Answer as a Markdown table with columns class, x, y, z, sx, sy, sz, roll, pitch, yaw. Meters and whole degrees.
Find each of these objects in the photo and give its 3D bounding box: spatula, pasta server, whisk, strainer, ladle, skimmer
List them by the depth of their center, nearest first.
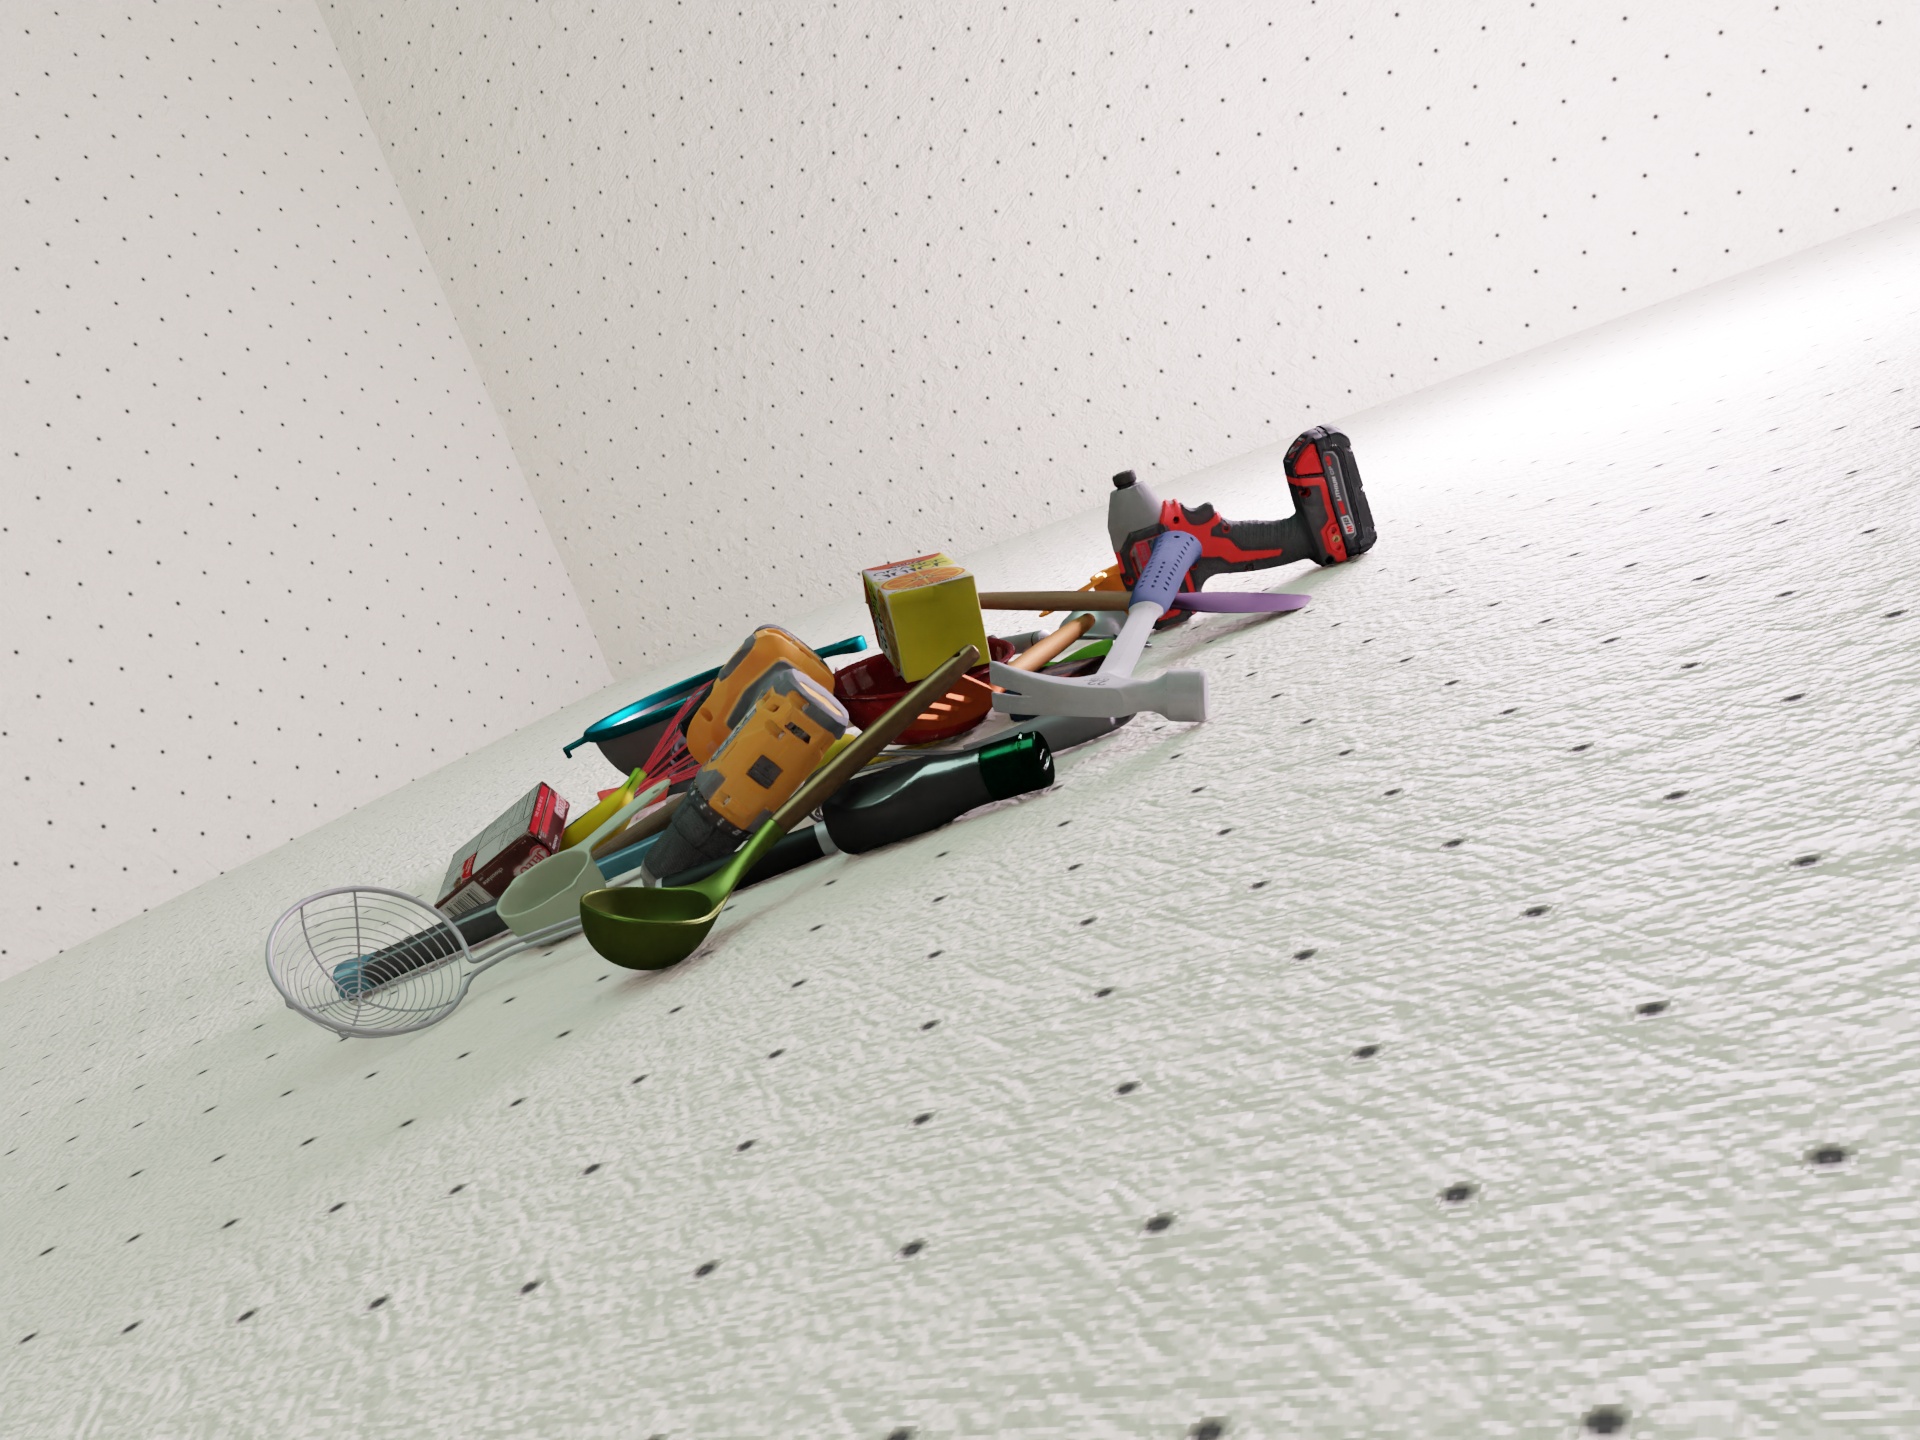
| class | x | y | z | sx | sy | sz | roll | pitch | yaw |
| --- | --- | --- | --- | --- | --- | --- | --- | --- | --- |
| ladle | -0.101 | 0.040 | 0.987 | 0.320 | 0.062 | 0.078 | -42 | 35 | -27 |
| skimmer | -0.262 | 0.115 | 1.039 | 0.363 | 0.090 | 0.127 | -19 | 42 | 2 |
| whisk | 0.006 | 0.024 | 1.080 | 0.239 | 0.055 | 0.055 | -18 | 9 | 2 |
| spatula | 0.038 | -0.045 | 1.218 | 0.081 | 0.041 | 0.322 | -34 | 1 | 31 |
| spatula | 0.133 | -0.099 | 1.330 | 0.316 | 0.018 | 0.060 | 3 | 20 | 27 |
| pasta server | -0.222 | 0.056 | 1.340 | 0.316 | 0.040 | 0.060 | -34 | -22 | -15 |
| whisk | -0.275 | 0.051 | 1.411 | 0.296 | 0.073 | 0.073 | -37 | 6 | 11 |
| strainer | 0.078 | -0.076 | 1.448 | 0.086 | 0.050 | 0.258 | -1 | -4 | -38 |
| strainer | -0.225 | -0.004 | 1.633 | 0.340 | 0.095 | 0.211 | -16 | 12 | 29 |

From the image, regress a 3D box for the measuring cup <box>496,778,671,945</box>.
| class | x | y | z | sx | sy | sz | roll | pitch | yaw |
| --- | --- | --- | --- | --- | --- | --- | --- | --- | --- |
| measuring cup | -0.265 | 0.104 | 1.173 | 0.083 | 0.038 | 0.167 | -2 | 33 | 46 |

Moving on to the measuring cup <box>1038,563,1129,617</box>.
| class | x | y | z | sx | sy | sz | roll | pitch | yaw |
| --- | --- | --- | --- | --- | --- | --- | --- | --- | --- |
| measuring cup | 0.146 | -0.114 | 1.537 | 0.173 | 0.052 | 0.095 | -30 | 12 | -33 |

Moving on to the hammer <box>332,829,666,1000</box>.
| class | x | y | z | sx | sy | sz | roll | pitch | yaw |
| --- | --- | --- | --- | --- | --- | --- | --- | --- | --- |
| hammer | -0.325 | 0.137 | 1.243 | 0.331 | 0.033 | 0.128 | -24 | 8 | -9 |

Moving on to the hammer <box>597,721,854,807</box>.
| class | x | y | z | sx | sy | sz | roll | pitch | yaw |
| --- | --- | --- | --- | --- | --- | --- | --- | --- | --- |
| hammer | -0.189 | 0.028 | 1.544 | 0.359 | 0.036 | 0.149 | -19 | 9 | 15 |

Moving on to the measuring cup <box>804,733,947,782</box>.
| class | x | y | z | sx | sy | sz | roll | pitch | yaw |
| --- | --- | --- | --- | --- | --- | --- | --- | --- | --- |
| measuring cup | -0.069 | 0.019 | 1.332 | 0.156 | 0.029 | 0.062 | -17 | 10 | 27 |

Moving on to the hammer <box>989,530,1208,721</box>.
| class | x | y | z | sx | sy | sz | roll | pitch | yaw |
| --- | --- | --- | --- | --- | --- | --- | --- | --- | --- |
| hammer | 0.131 | -0.079 | 1.186 | 0.144 | 0.035 | 0.405 | 1 | 20 | 15 |

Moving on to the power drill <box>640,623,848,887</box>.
| class | x | y | z | sx | sy | sz | roll | pitch | yaw |
| --- | --- | --- | --- | --- | --- | --- | --- | --- | --- |
| power drill | -0.163 | 0.028 | 1.172 | 0.185 | 0.084 | 0.226 | -50 | 16 | 7 |

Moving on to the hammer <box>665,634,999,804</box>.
| class | x | y | z | sx | sy | sz | roll | pitch | yaw |
| --- | --- | --- | --- | --- | --- | --- | --- | --- | --- |
| hammer | -0.114 | -0.014 | 1.435 | 0.337 | 0.034 | 0.127 | -19 | 43 | 18 |

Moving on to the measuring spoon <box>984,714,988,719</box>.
| class | x | y | z | sx | sy | sz | roll | pitch | yaw |
| --- | --- | --- | --- | --- | --- | --- | --- | --- | --- |
| measuring spoon | -0.002 | -0.004 | 1.377 | 0.034 | 0.018 | 0.124 | -31 | 18 | -16 |

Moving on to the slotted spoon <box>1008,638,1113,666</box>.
| class | x | y | z | sx | sy | sz | roll | pitch | yaw |
| --- | --- | --- | --- | --- | --- | --- | --- | --- | --- |
| slotted spoon | 0.058 | -0.045 | 1.422 | 0.070 | 0.031 | 0.314 | -25 | 8 | -17 |

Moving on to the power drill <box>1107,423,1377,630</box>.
| class | x | y | z | sx | sy | sz | roll | pitch | yaw |
| --- | --- | --- | --- | --- | --- | --- | --- | --- | --- |
| power drill | 0.240 | -0.178 | 1.401 | 0.219 | 0.143 | 0.078 | -19 | 12 | 6 |
